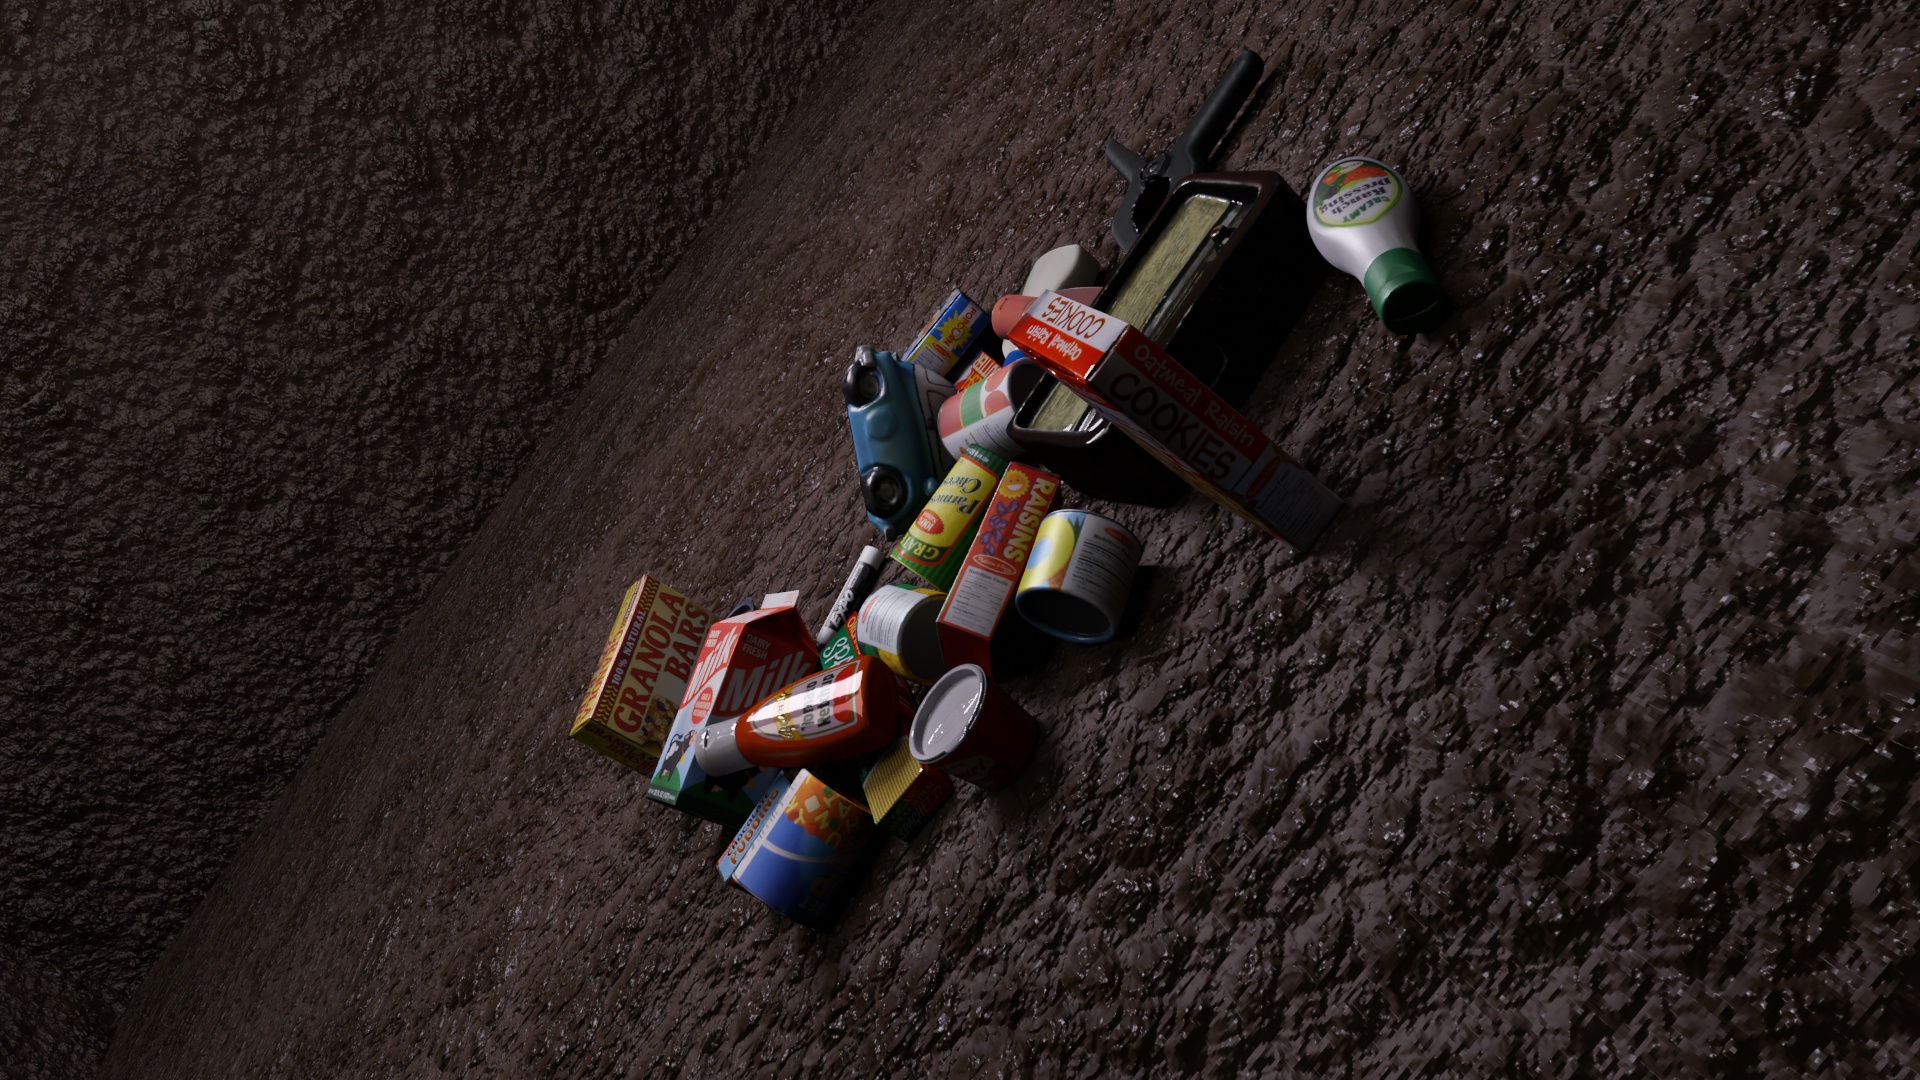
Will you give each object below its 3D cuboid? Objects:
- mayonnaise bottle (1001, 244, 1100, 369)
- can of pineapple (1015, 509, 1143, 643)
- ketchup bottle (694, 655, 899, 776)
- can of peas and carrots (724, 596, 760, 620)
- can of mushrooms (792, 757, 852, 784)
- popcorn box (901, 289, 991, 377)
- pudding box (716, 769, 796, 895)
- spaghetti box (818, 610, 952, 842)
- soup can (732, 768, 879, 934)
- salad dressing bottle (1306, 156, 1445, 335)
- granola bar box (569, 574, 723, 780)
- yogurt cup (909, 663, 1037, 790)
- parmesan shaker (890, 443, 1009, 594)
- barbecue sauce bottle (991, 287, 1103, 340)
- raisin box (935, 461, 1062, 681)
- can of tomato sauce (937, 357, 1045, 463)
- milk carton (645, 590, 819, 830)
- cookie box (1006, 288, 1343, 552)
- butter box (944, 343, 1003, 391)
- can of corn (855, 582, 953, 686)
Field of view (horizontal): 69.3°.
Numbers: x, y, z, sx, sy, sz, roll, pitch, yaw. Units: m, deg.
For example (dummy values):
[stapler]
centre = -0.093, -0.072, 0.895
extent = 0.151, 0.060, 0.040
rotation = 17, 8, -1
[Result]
[mayonnaise bottle]
centre = 0.067, -0.174, 1.146
extent = 0.064, 0.041, 0.149
rotation = -13, 48, 50
[can of pineapple]
centre = 0.072, 0.023, 0.851
extent = 0.071, 0.071, 0.058
rotation = -20, 41, 51
[ketchup bottle]
centre = -0.114, 0.128, 0.953
extent = 0.148, 0.043, 0.065
rotation = -20, 48, 25
[can of peas and carrots]
centre = -0.178, 0.094, 1.211
extent = 0.070, 0.058, 0.071
rotation = -40, 27, 26
[can of mushrooms]
centre = -0.110, 0.149, 1.011
extent = 0.033, 0.071, 0.071
rotation = -56, 24, -2
[popcorn box]
centre = -0.014, -0.184, 1.266
extent = 0.085, 0.038, 0.127
rotation = -51, 9, 8
[pudding box]
centre = -0.128, 0.211, 0.983
extent = 0.084, 0.049, 0.030
rotation = -55, 26, -3
[spaghetti box]
centre = -0.059, 0.125, 0.997
extent = 0.050, 0.028, 0.251
rotation = -49, 25, 8
[soup can]
centre = -0.098, 0.205, 0.922
extent = 0.084, 0.071, 0.071
rotation = -57, 25, -8
[salad dressing bottle]
centre = 0.247, -0.175, 0.820
extent = 0.064, 0.044, 0.148
rotation = -22, 38, 15
[granola bar box]
centre = -0.260, 0.128, 1.234
extent = 0.039, 0.124, 0.166
rotation = -36, 30, 37
[yogurt cup]
centre = 0.010, 0.117, 0.853
extent = 0.072, 0.054, 0.073
rotation = -41, 28, 27
[parmesan shaker]
centre = 0.004, -0.013, 1.016
extent = 0.103, 0.071, 0.071
rotation = -55, 24, -2
[barbecue sauce bottle]
centre = 0.084, -0.163, 1.054
extent = 0.148, 0.043, 0.065
rotation = 18, 72, 49
[raisin box]
centre = 0.028, 0.022, 0.913
extent = 0.085, 0.040, 0.124
rotation = 82, -150, -64
[can of tomato sauce]
centre = 0.034, -0.098, 1.074
extent = 0.083, 0.071, 0.071
rotation = -24, 38, 47
[milk carton]
centre = -0.175, 0.129, 1.113
extent = 0.072, 0.073, 0.191
rotation = -9, 58, 58
[cookie box]
centre = 0.115, -0.067, 0.769
extent = 0.040, 0.167, 0.123
rotation = -53, 24, 4
[butter box]
centre = 0.016, -0.134, 1.202
extent = 0.053, 0.024, 0.104
rotation = -51, 24, 7
[can of corn]
centre = -0.029, 0.066, 0.974
extent = 0.058, 0.071, 0.071
rotation = 10, 67, 57
